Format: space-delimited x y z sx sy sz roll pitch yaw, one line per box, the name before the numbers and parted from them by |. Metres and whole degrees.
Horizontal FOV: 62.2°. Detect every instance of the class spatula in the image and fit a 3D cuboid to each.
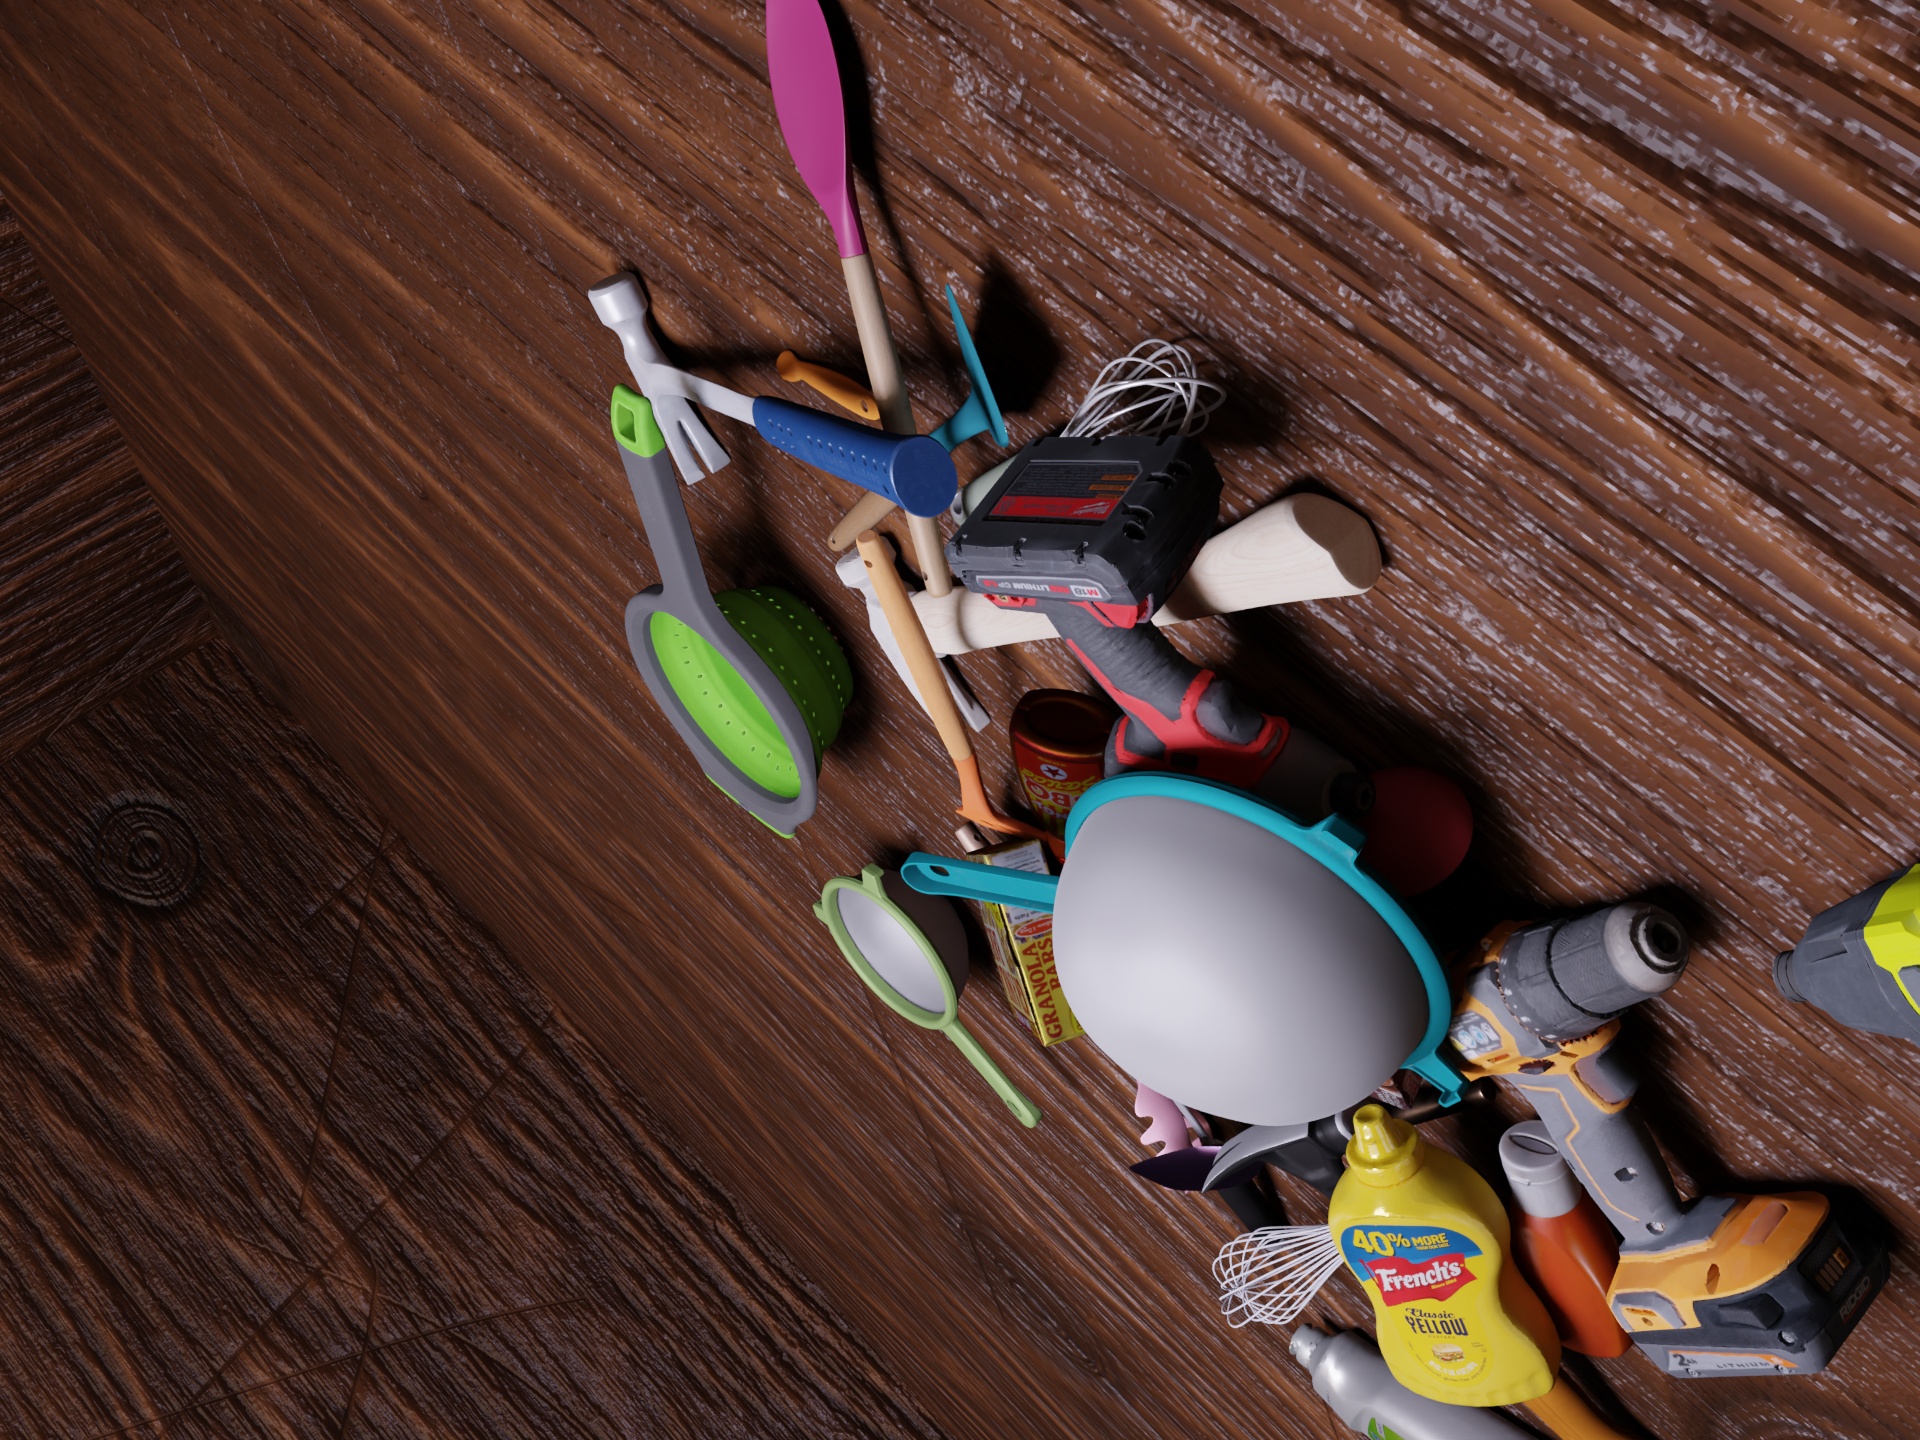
spatula | -0.002 -0.003 0.971 0.081 0.041 0.322 15 148 31
spatula | -0.032 -0.146 0.903 0.317 0.044 0.082 -29 82 65
spatula | 0.215 0.265 0.999 0.059 0.018 0.316 29 145 -17

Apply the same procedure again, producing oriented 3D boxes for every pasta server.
pasta server | 0.090 0.208 1.170 0.040 0.060 0.316 -38 88 37

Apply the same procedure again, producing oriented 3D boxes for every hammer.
hammer | -0.114 -0.173 0.925 0.406 0.035 0.144 32 151 54
hammer | 0.301 0.361 0.972 0.337 0.034 0.127 44 135 -7
hammer | 0.070 -0.056 0.866 0.411 0.038 0.146 -4 123 58

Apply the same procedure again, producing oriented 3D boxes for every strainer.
strainer | -0.005 0.212 1.288 0.256 0.069 0.151 50 151 0
strainer | 0.075 0.125 0.816 0.340 0.095 0.210 6 136 43

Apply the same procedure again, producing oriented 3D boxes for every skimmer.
skimmer | 0.176 0.246 1.087 0.362 0.090 0.127 56 175 -34

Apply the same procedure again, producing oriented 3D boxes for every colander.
colander | -0.154 -0.085 1.108 0.205 0.094 0.396 34 150 31

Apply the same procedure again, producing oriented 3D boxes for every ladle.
ladle | 0.152 0.051 0.865 0.031 0.069 0.315 30 168 -23

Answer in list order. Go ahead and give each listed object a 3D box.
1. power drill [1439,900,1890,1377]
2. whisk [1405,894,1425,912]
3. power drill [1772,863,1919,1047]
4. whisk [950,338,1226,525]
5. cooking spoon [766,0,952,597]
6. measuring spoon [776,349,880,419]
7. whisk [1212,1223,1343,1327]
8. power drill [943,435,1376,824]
power drill | 0.321 0.188 0.741 0.226 0.084 0.185 52 153 9
whisk | 0.188 0.108 0.884 0.055 0.055 0.239 49 158 3
power drill | 0.408 0.146 0.554 0.223 0.080 0.171 55 153 1
whisk | 0.051 -0.132 0.794 0.246 0.059 0.058 165 105 -66
cooking spoon | -0.047 -0.213 0.814 0.069 0.017 0.318 19 128 55
measuring spoon | -0.079 -0.194 0.929 0.117 0.011 0.021 36 148 48
whisk | 0.249 0.345 1.056 0.070 0.070 0.284 46 142 10
power drill | 0.101 -0.025 0.741 0.143 0.078 0.219 10 146 46
